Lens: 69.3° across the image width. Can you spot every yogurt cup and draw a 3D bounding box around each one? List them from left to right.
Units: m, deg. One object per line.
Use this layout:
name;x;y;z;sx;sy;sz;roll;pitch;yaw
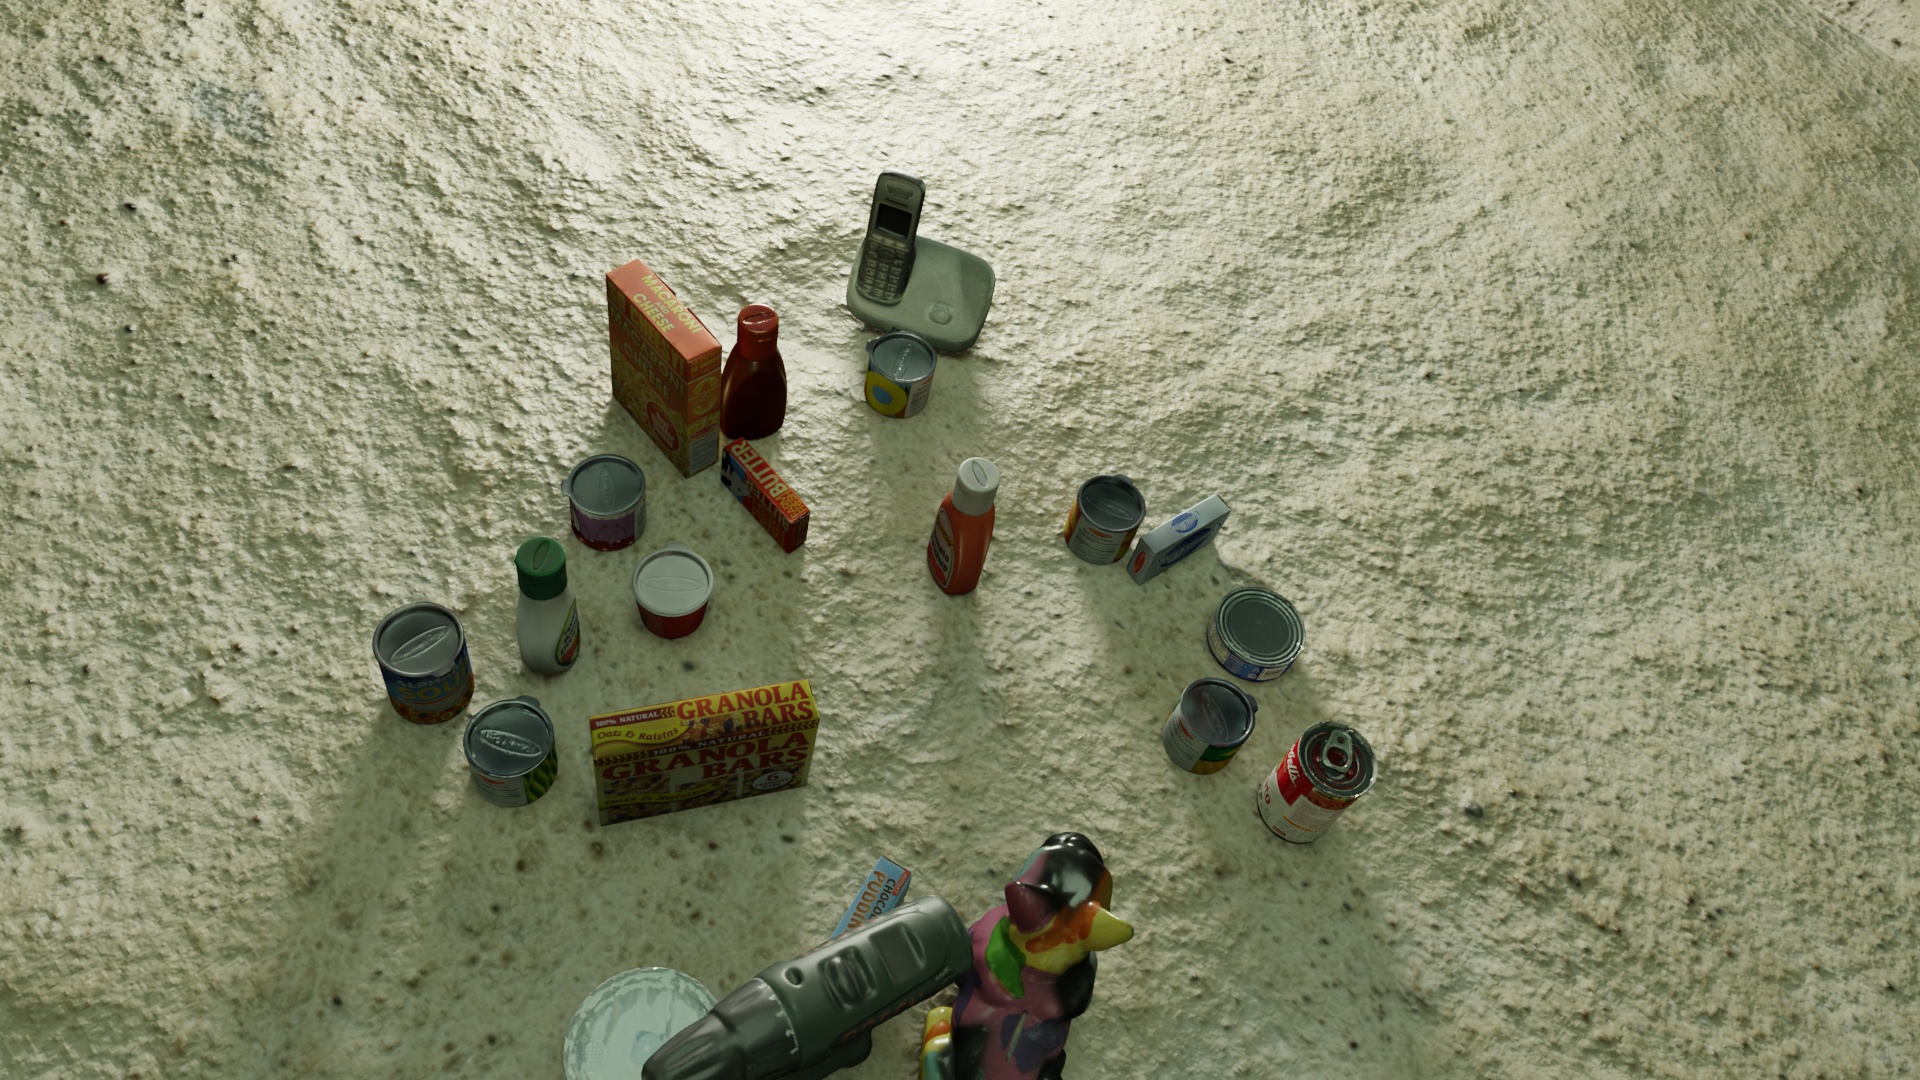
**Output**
yogurt cup;-0.245;0.048;1.184;0.072;0.053;0.073;6;55;-8

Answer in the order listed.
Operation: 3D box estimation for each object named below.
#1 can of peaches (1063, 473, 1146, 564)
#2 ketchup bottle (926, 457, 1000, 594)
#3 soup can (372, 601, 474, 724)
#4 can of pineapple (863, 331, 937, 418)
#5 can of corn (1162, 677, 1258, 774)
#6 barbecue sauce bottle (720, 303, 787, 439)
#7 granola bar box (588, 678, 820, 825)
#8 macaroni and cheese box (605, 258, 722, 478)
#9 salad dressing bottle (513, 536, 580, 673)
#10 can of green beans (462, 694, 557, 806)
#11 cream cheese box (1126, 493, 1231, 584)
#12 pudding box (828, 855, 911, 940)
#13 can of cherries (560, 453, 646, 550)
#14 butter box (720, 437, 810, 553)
can of peaches;0.136;-0.021;1.309;0.071;0.057;0.071;6;55;-8
ketchup bottle;0.004;-0.015;1.222;0.043;0.148;0.065;-12;59;-19
soup can;-0.419;0.100;1.092;0.071;0.083;0.072;6;55;-8
can of pineapple;-0.061;-0.164;1.367;0.071;0.057;0.071;6;55;-8
can of corn;0.216;0.160;1.201;0.071;0.058;0.071;6;55;-8
barbecue sauce bottle;-0.189;-0.154;1.277;0.065;0.147;0.044;-15;60;-21
granola bar box;-0.198;0.163;1.070;0.166;0.123;0.039;-8;58;-17
macaroni and cheese box;-0.266;-0.153;1.249;0.040;0.165;0.124;-33;68;-29
salad dressing bottle;-0.330;0.052;1.105;0.044;0.146;0.064;14;54;-2
can of green beans;-0.348;0.166;1.078;0.071;0.057;0.071;6;55;-8
cream cheese box;0.206;-0.001;1.314;0.104;0.053;0.024;-28;66;-27
pudding box;-0.071;0.288;1.056;0.030;0.049;0.084;29;55;8
can of cherries;-0.313;-0.033;1.222;0.071;0.058;0.072;6;55;-8
butter box;-0.177;-0.041;1.260;0.024;0.052;0.104;-33;68;-29
